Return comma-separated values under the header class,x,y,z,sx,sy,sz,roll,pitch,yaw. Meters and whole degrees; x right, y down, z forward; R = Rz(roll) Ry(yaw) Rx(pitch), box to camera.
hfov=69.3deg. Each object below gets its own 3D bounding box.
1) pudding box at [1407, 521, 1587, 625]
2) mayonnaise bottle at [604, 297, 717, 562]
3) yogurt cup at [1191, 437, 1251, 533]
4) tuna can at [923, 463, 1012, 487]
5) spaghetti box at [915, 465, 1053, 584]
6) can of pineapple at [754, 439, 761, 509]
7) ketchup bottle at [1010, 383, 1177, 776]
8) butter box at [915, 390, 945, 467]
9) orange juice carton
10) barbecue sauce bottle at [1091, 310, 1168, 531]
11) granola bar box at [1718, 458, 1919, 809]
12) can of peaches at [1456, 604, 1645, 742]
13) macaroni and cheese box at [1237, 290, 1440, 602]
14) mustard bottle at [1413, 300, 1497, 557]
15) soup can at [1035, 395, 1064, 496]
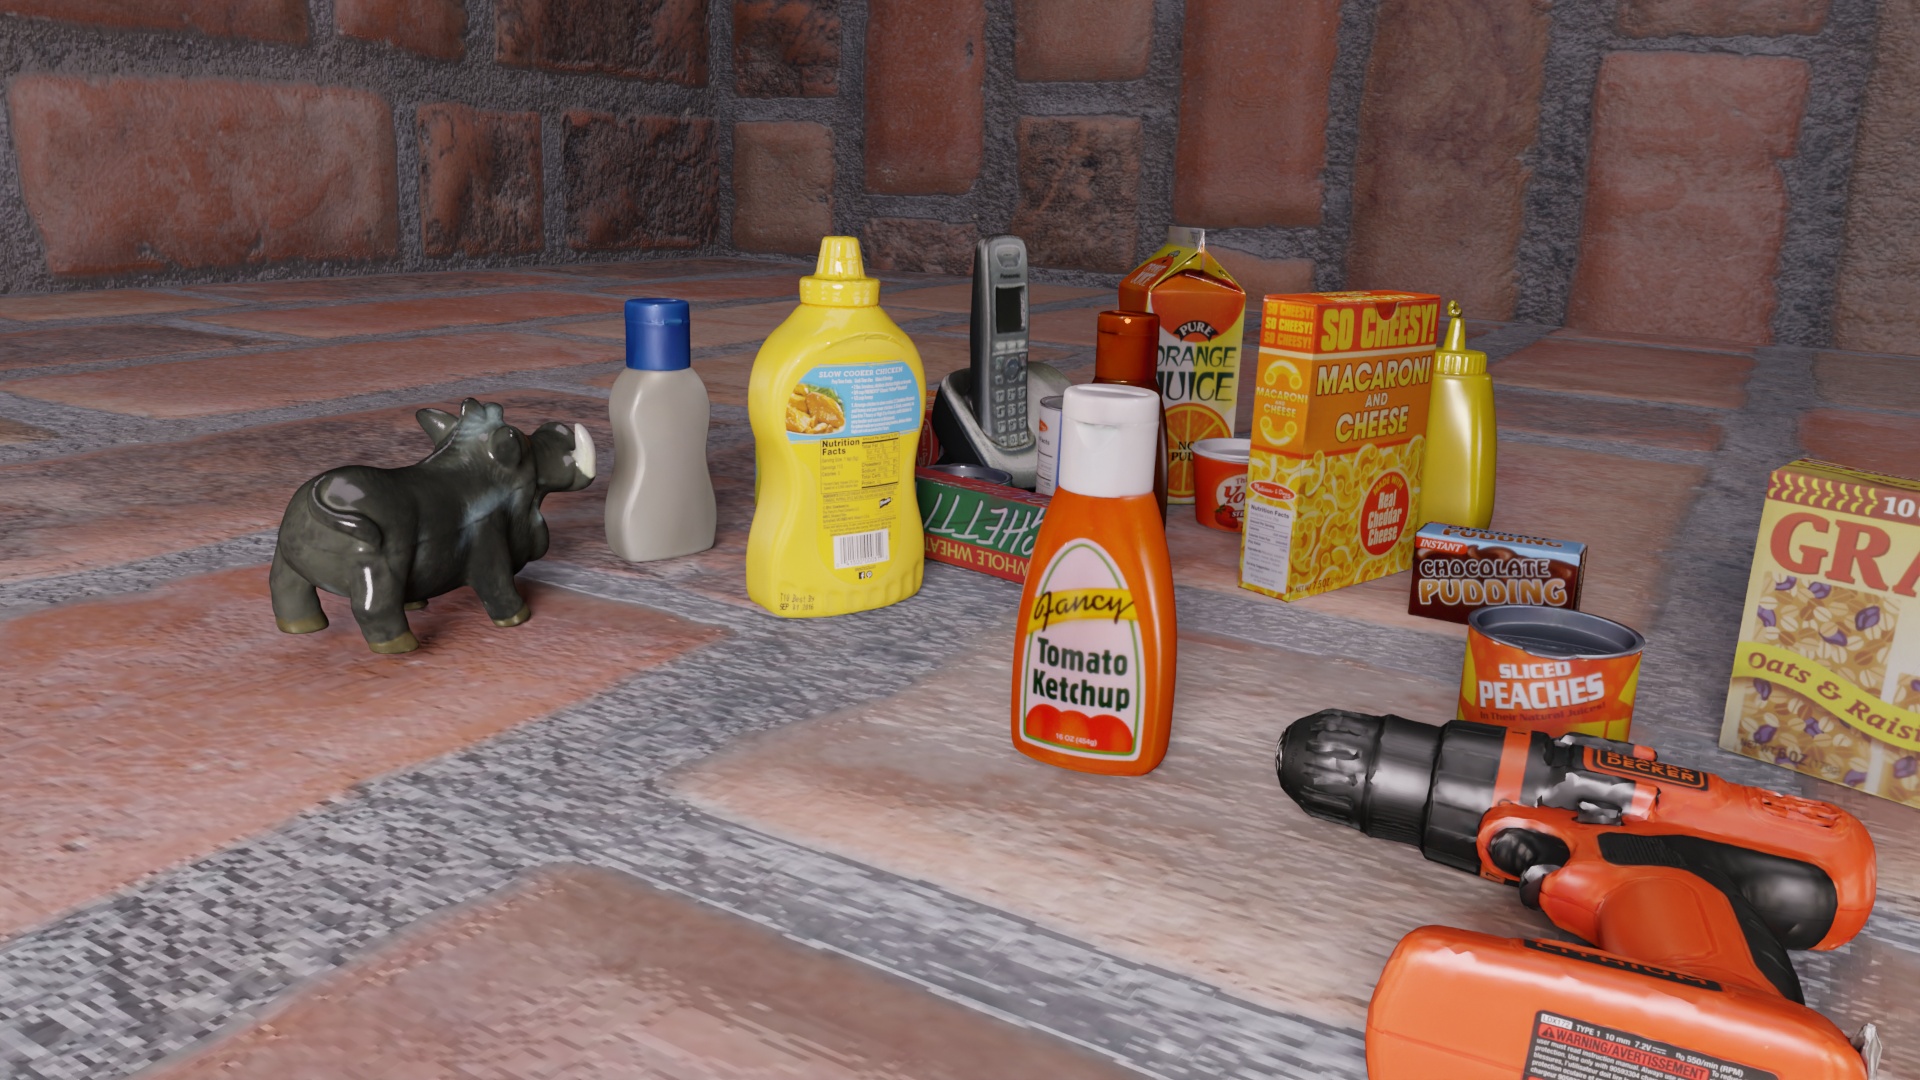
class,x,y,z,sx,sy,sz,roll,pitch,yaw
pudding box,0.286,0.021,0.741,0.084,0.049,0.030,10,17,28
mayonnaise bottle,-0.174,-0.064,0.803,0.065,0.147,0.041,-10,19,-39
yogurt cup,0.187,-0.037,0.932,0.072,0.053,0.072,2,15,0
tuna can,0.001,-0.028,0.914,0.071,0.032,0.071,2,15,0
spaghetti box,0.003,-0.010,0.815,0.250,0.050,0.029,14,19,38
can of pineapple,-0.104,-0.048,0.923,0.071,0.057,0.071,2,15,0
ketchup bottle,0.054,0.015,0.542,0.065,0.148,0.044,8,16,21
butter box,-0.023,-0.083,1.073,0.024,0.053,0.104,3,15,4
orange juice carton,0.154,-0.127,0.995,0.073,0.192,0.072,-1,15,-10
barbecue sauce bottle,0.096,-0.061,0.829,0.044,0.148,0.065,-9,18,-37
granola bar box,0.392,0.045,0.526,0.039,0.123,0.165,-11,20,-41
can of peaches,0.236,0.063,0.562,0.071,0.058,0.071,2,15,0
macaroni and cheese box,0.220,-0.057,0.798,0.124,0.166,0.040,-10,19,-39
mustard bottle,0.301,-0.068,0.861,0.065,0.159,0.049,13,18,35
soup can,0.085,-0.048,0.902,0.071,0.083,0.071,2,15,0
